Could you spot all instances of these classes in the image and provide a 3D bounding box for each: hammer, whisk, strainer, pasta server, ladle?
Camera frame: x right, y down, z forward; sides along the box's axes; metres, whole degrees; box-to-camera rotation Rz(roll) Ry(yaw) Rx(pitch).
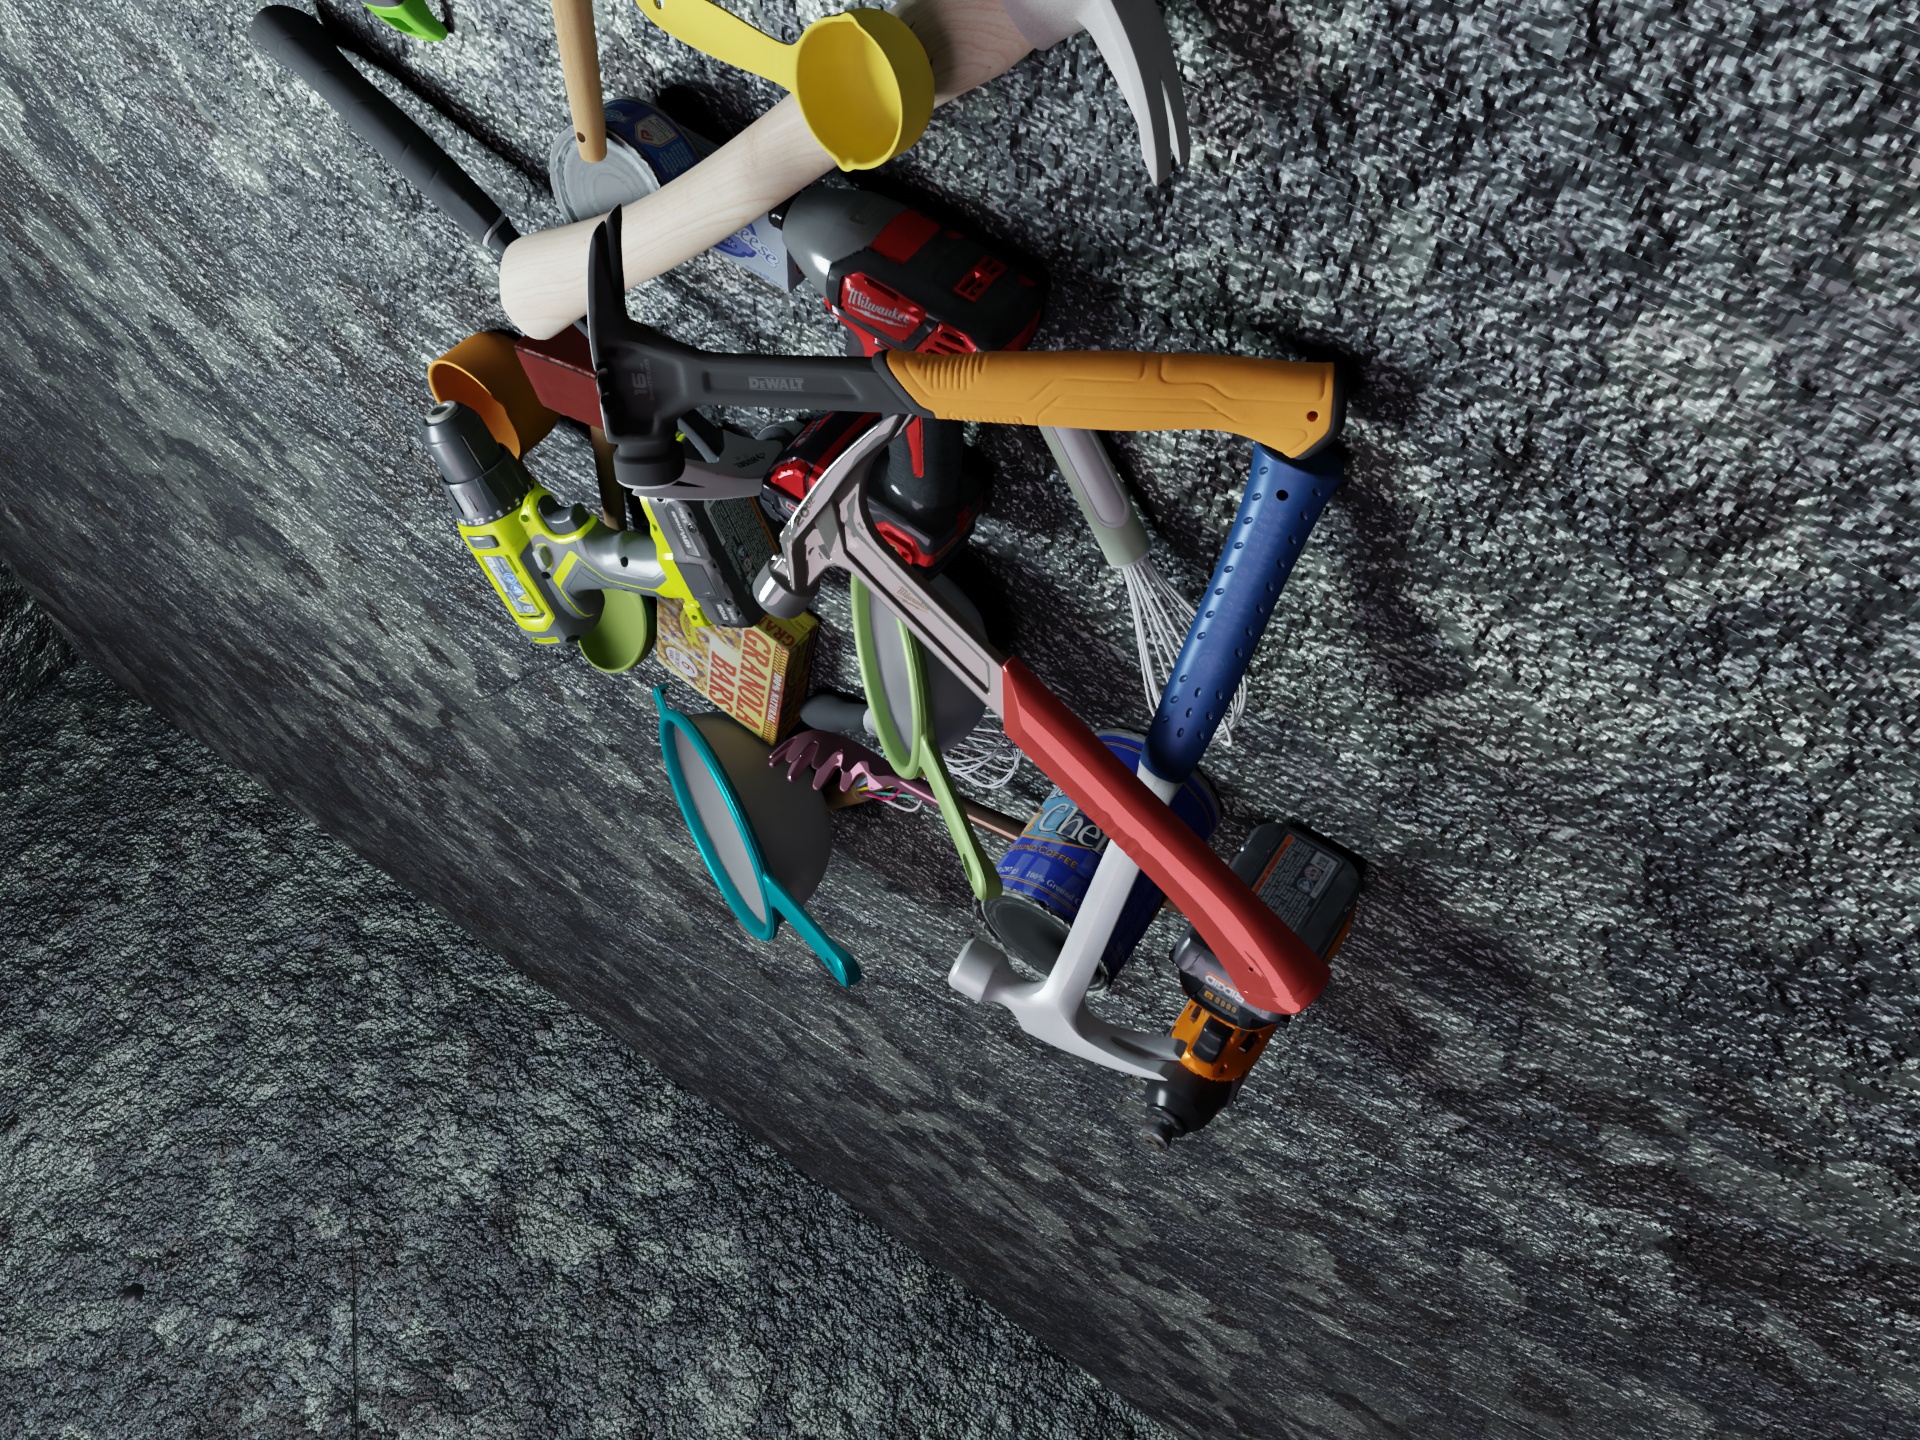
[{"bbox_3d":[-0.264,-0.274,0.932,0.409,0.149,0.036,44,119,4],"label":"hammer"},{"bbox_3d":[-0.038,0.004,1.144,0.285,0.070,0.070,8,141,54],"label":"whisk"},{"bbox_3d":[-0.136,0.100,1.297,0.341,0.095,0.210,39,147,48],"label":"strainer"},{"bbox_3d":[-0.002,-0.003,0.967,0.151,0.069,0.257,96,156,-50],"label":"strainer"},{"bbox_3d":[0.109,0.036,0.838,0.144,0.035,0.405,28,128,12],"label":"hammer"},{"bbox_3d":[-0.085,-0.243,0.720,0.411,0.038,0.146,-12,118,45],"label":"hammer"},{"bbox_3d":[0.000,-0.156,0.704,0.337,0.034,0.127,4,126,8],"label":"hammer"},{"bbox_3d":[0.014,0.076,1.145,0.316,0.040,0.060,24,162,3],"label":"pasta server"},{"bbox_3d":[-0.073,0.052,1.277,0.051,0.047,0.245,44,157,-13],"label":"whisk"},{"bbox_3d":[0.056,0.007,0.804,0.359,0.037,0.149,45,129,0],"label":"hammer"},{"bbox_3d":[-0.270,-0.143,1.200,0.078,0.062,0.320,47,155,20],"label":"ladle"},{"bbox_3d":[0.094,-0.082,0.845,0.246,0.058,0.059,59,178,-28],"label":"whisk"}]

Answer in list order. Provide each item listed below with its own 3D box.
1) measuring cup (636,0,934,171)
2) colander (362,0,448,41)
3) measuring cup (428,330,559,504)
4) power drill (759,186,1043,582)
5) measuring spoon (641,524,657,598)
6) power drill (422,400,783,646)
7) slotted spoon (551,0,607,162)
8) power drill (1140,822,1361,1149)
[{"bbox_3d":[-0.072,-0.272,0.640,0.157,0.029,0.062,35,142,26],"label":"measuring cup"},{"bbox_3d":[-0.354,-0.490,0.735,0.205,0.094,0.396,22,168,29],"label":"colander"},{"bbox_3d":[-0.306,-0.202,1.149,0.095,0.052,0.173,3,137,49],"label":"measuring cup"},{"bbox_3d":[-0.042,-0.176,0.835,0.143,0.078,0.219,32,150,10],"label":"power drill"},{"bbox_3d":[-0.228,-0.108,1.237,0.128,0.021,0.042,92,165,-63],"label":"measuring spoon"},{"bbox_3d":[-0.247,-0.137,1.084,0.228,0.080,0.190,2,134,27],"label":"power drill"},{"bbox_3d":[-0.177,-0.384,0.669,0.070,0.031,0.313,27,142,22],"label":"slotted spoon"},{"bbox_3d":[0.176,0.183,1.032,0.084,0.164,0.226,30,151,17],"label":"power drill"}]
